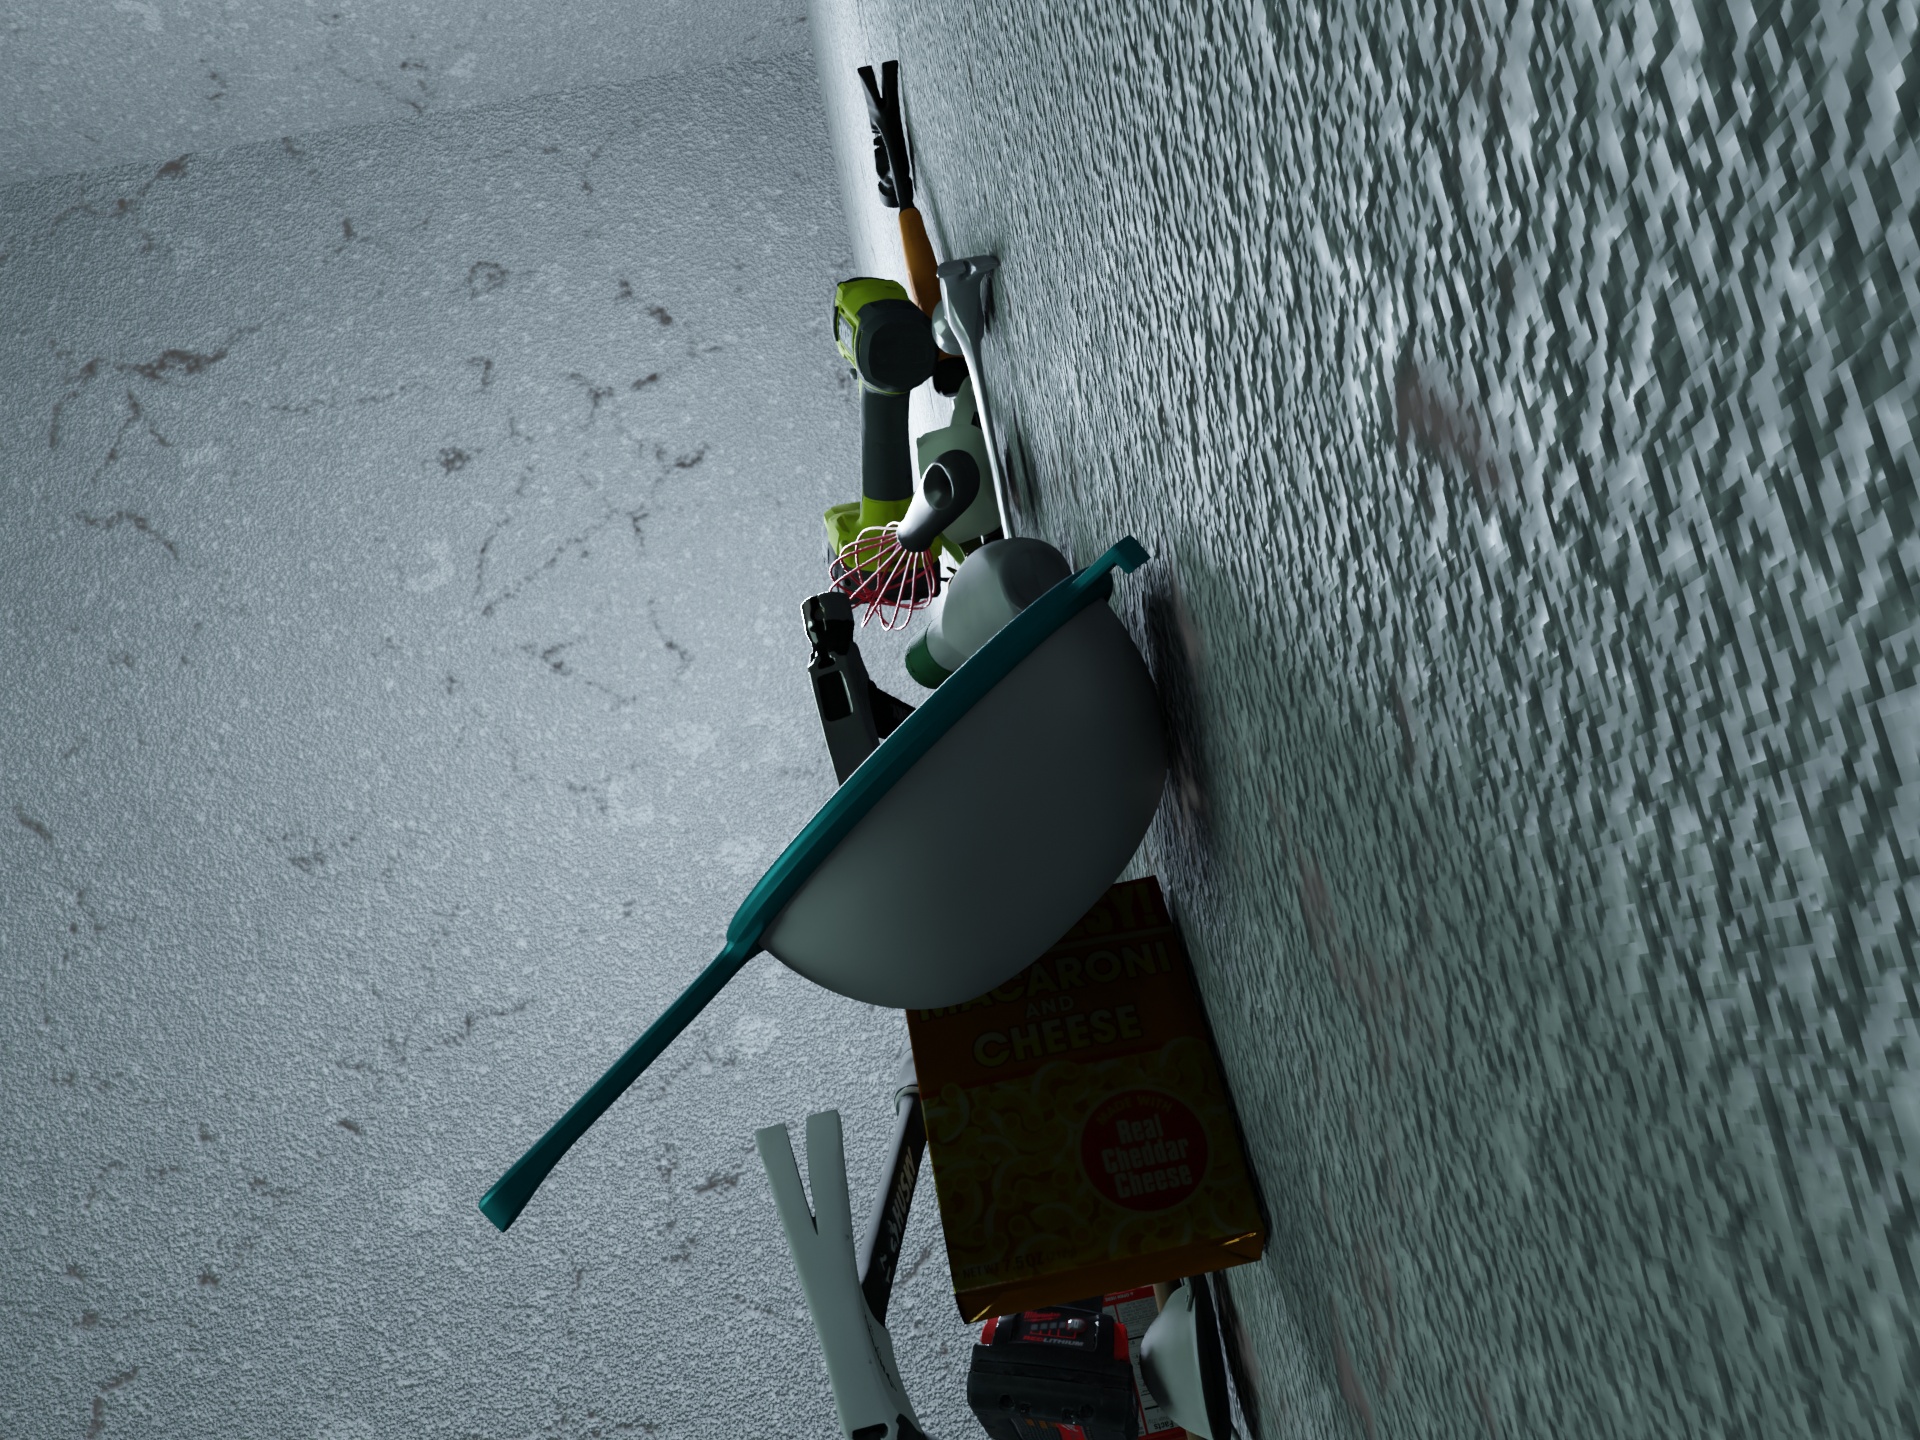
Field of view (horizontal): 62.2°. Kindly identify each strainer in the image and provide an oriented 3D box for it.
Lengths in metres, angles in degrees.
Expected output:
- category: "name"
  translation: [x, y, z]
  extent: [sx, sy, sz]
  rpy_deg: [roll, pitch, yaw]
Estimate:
- category: "strainer"
  translation: [0.104, 0.245, 0.753]
  extent: [0.087, 0.050, 0.258]
  rpy_deg: [-59, -36, -72]
- category: "strainer"
  translation: [-0.030, 0.088, 0.617]
  extent: [0.095, 0.340, 0.211]
  rpy_deg: [43, 166, 5]

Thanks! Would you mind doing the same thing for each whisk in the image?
- category: "whisk"
  translation: [0.011, -0.093, 1.088]
  extent: [0.047, 0.051, 0.245]
  rpy_deg: [56, -174, -4]
- category: "whisk"
  translation: [-0.033, -0.112, 0.999]
  extent: [0.296, 0.073, 0.073]
  rpy_deg: [143, 117, -73]

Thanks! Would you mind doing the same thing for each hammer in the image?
- category: "hammer"
  translation: [-0.034, -0.377, 1.243]
  extent: [0.127, 0.034, 0.337]
  rpy_deg: [81, 177, -52]
- category: "hammer"
  translation: [0.035, -0.076, 0.936]
  extent: [0.144, 0.035, 0.405]
  rpy_deg: [102, 158, -84]
- category: "hammer"
  translation: [-0.018, 0.016, 1.129]
  extent: [0.334, 0.035, 0.146]
  rpy_deg: [24, -129, -67]
- category: "hammer"
  translation: [-0.025, 0.182, 0.731]
  extent: [0.409, 0.036, 0.149]
  rpy_deg: [-68, -39, -80]

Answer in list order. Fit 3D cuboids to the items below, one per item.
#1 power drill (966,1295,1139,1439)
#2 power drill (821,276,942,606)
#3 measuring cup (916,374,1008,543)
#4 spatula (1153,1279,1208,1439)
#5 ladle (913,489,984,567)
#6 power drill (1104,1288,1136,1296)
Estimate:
- category: "power drill"
  translation: [0.059, 0.247, 0.829]
  extent: [0.187, 0.080, 0.227]
  rpy_deg: [77, -162, -56]
- category: "power drill"
  translation: [-0.062, -0.213, 1.191]
  extent: [0.171, 0.080, 0.223]
  rpy_deg: [-120, 27, -59]
- category: "measuring cup"
  translation: [0.011, -0.189, 1.075]
  extent: [0.083, 0.038, 0.168]
  rpy_deg: [59, -151, -37]
- category: "spatula"
  translation: [0.121, 0.329, 0.929]
  extent: [0.059, 0.018, 0.316]
  rpy_deg: [85, 175, -57]
- category: "ladle"
  translation: [-0.006, -0.032, 1.285]
  extent: [0.078, 0.062, 0.320]
  rpy_deg: [-175, 83, -83]
- category: "power drill"
  translation: [0.085, 0.382, 1.313]
  extent: [0.229, 0.080, 0.190]
  rpy_deg: [-100, 0, -74]
